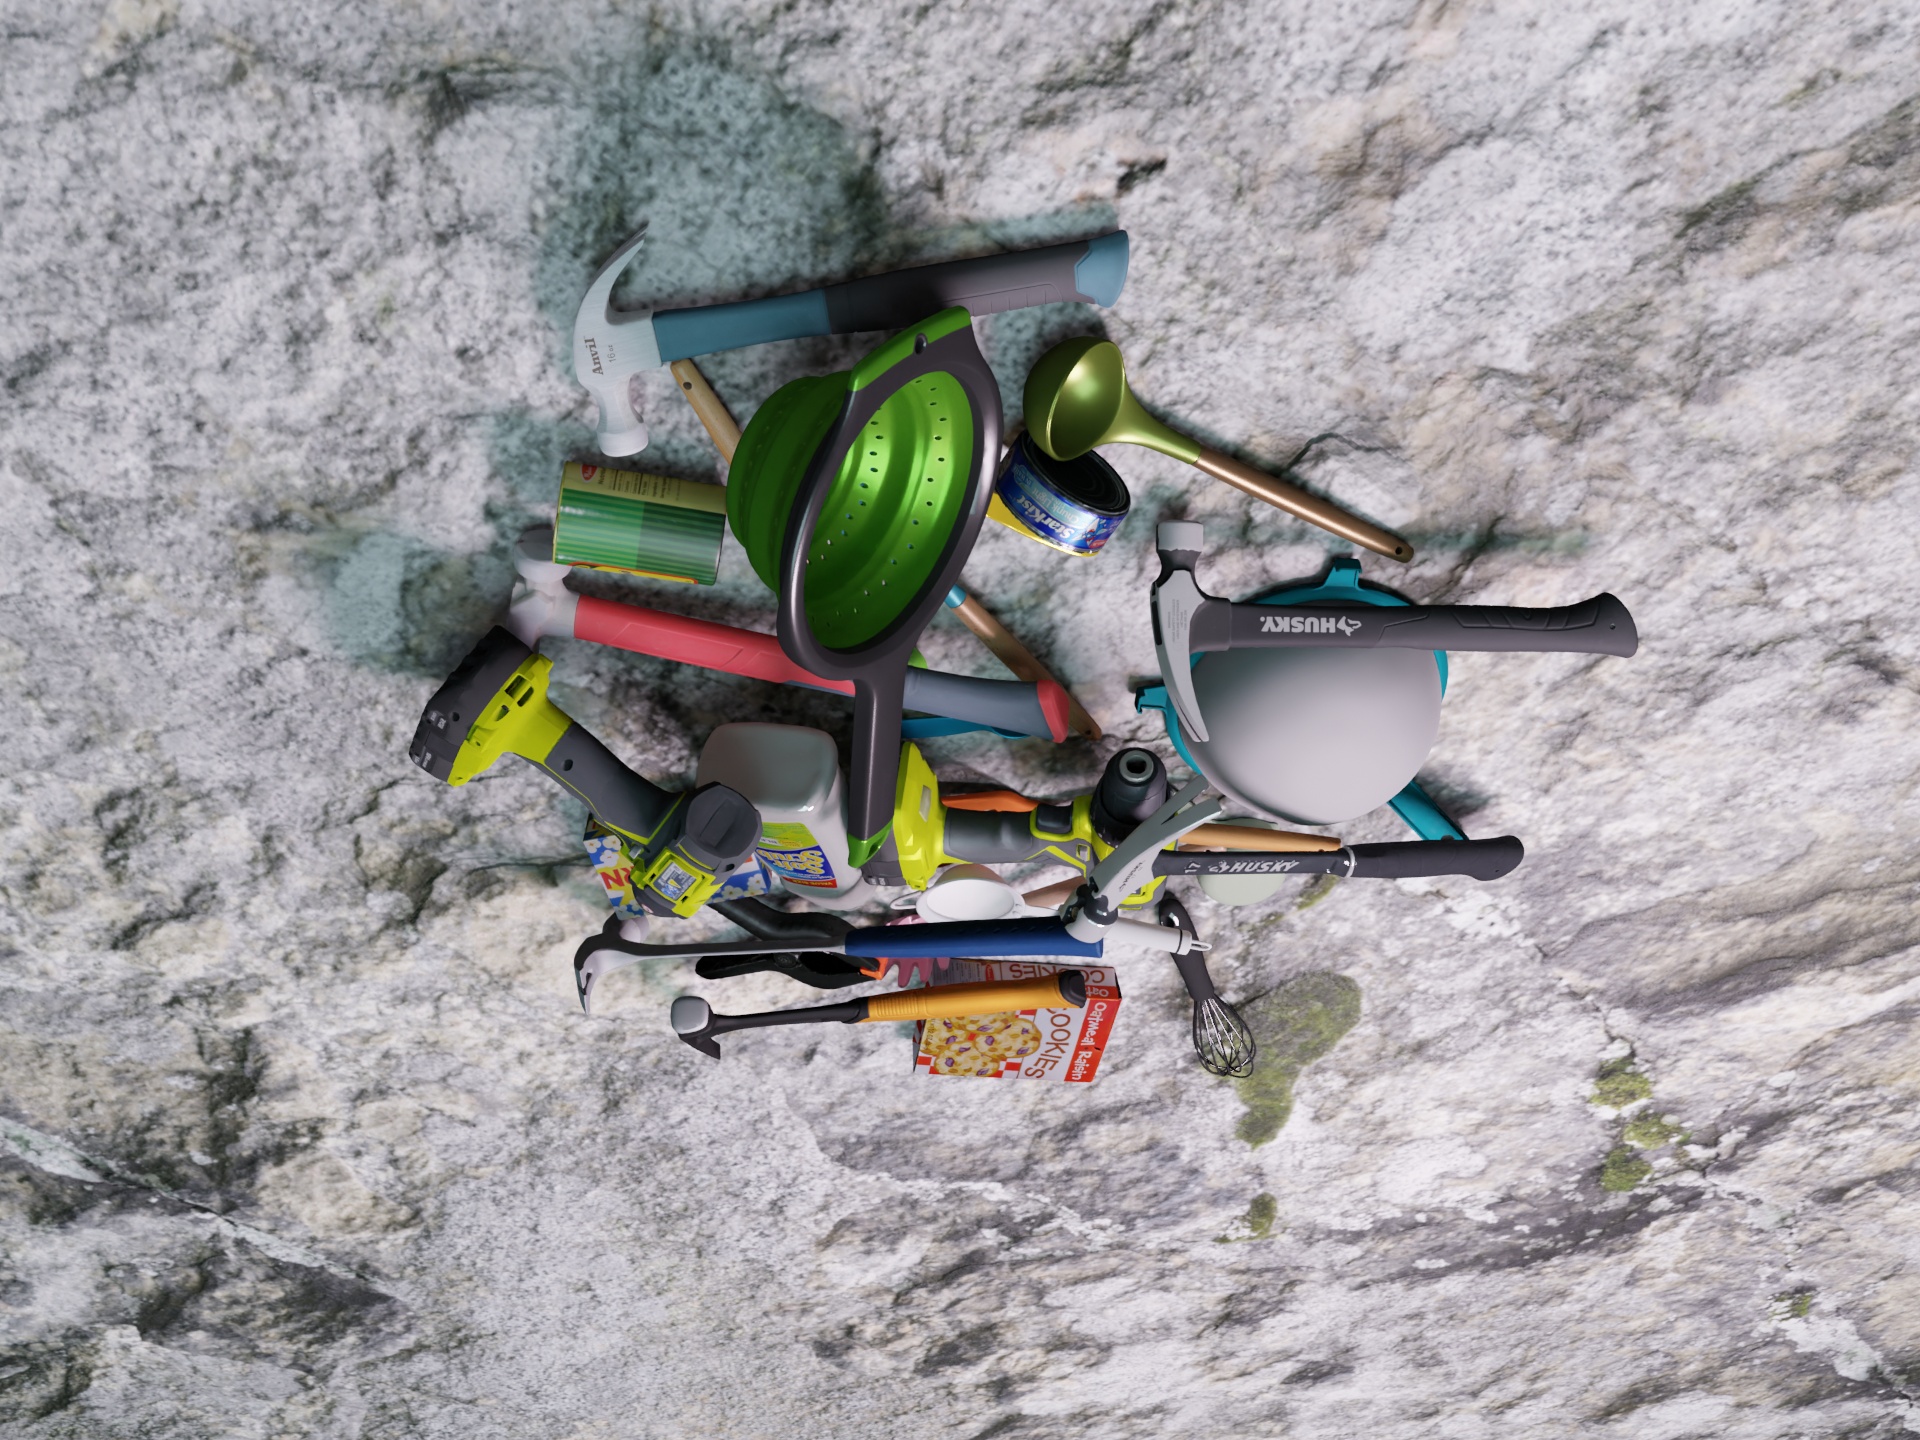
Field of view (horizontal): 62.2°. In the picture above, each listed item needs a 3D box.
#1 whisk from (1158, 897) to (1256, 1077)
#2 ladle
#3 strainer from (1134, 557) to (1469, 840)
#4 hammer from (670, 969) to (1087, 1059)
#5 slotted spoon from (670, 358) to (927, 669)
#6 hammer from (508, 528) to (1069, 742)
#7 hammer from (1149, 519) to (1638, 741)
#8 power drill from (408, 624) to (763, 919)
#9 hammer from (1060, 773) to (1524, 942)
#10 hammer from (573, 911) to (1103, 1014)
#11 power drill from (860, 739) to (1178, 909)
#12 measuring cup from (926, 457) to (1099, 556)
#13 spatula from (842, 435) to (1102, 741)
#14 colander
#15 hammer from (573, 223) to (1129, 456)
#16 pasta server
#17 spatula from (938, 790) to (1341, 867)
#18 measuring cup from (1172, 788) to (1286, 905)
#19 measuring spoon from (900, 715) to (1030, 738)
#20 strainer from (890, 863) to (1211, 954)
[{"bbox_3d":[0.214,0.239,1.400,0.055,0.055,0.238,-17,128,11],"label":"whisk"},{"bbox_3d":[0.177,-0.159,1.023,0.320,0.062,0.078,20,103,-25],"label":"ladle"},{"bbox_3d":[0.301,0.043,1.190,0.211,0.095,0.340,-34,125,24],"label":"strainer"},{"bbox_3d":[-0.063,0.242,1.326,0.337,0.034,0.127,-6,159,3],"label":"hammer"},{"bbox_3d":[-0.108,-0.113,1.064,0.070,0.031,0.313,-16,130,19],"label":"slotted spoon"},{"bbox_3d":[-0.116,-0.029,1.100,0.386,0.038,0.143,12,134,-5],"label":"hammer"},{"bbox_3d":[0.295,-0.058,1.076,0.334,0.035,0.146,1,89,-6],"label":"hammer"},{"bbox_3d":[-0.255,0.049,1.082,0.223,0.080,0.171,37,146,-7],"label":"power drill"},{"bbox_3d":[0.270,0.099,1.157,0.408,0.036,0.149,2,139,-34],"label":"hammer"},{"bbox_3d":[-0.096,0.172,1.201,0.405,0.144,0.035,-4,103,9],"label":"hammer"},{"bbox_3d":[0.042,0.068,1.135,0.228,0.080,0.190,4,152,7],"label":"power drill"},{"bbox_3d":[0.035,-0.136,1.038,0.156,0.029,0.062,18,92,-28],"label":"measuring cup"},{"bbox_3d":[0.013,-0.078,1.109,0.082,0.044,0.317,-30,133,20],"label":"spatula"},{"bbox_3d":[-0.076,-0.071,0.972,0.094,0.204,0.396,27,134,23],"label":"colander"},{"bbox_3d":[-0.064,-0.242,0.935,0.331,0.033,0.128,-9,123,1],"label":"hammer"},{"bbox_3d":[0.066,0.149,1.293,0.316,0.040,0.060,-20,116,21],"label":"pasta server"},{"bbox_3d":[0.129,0.090,1.232,0.322,0.041,0.081,4,135,11],"label":"spatula"},{"bbox_3d":[0.198,0.097,1.270,0.083,0.038,0.167,-36,127,26],"label":"measuring cup"},{"bbox_3d":[-0.002,-0.004,1.184,0.128,0.021,0.042,-5,136,13],"label":"measuring spoon"},{"bbox_3d":[0.074,0.152,1.258,0.258,0.050,0.086,13,144,-4],"label":"strainer"}]
